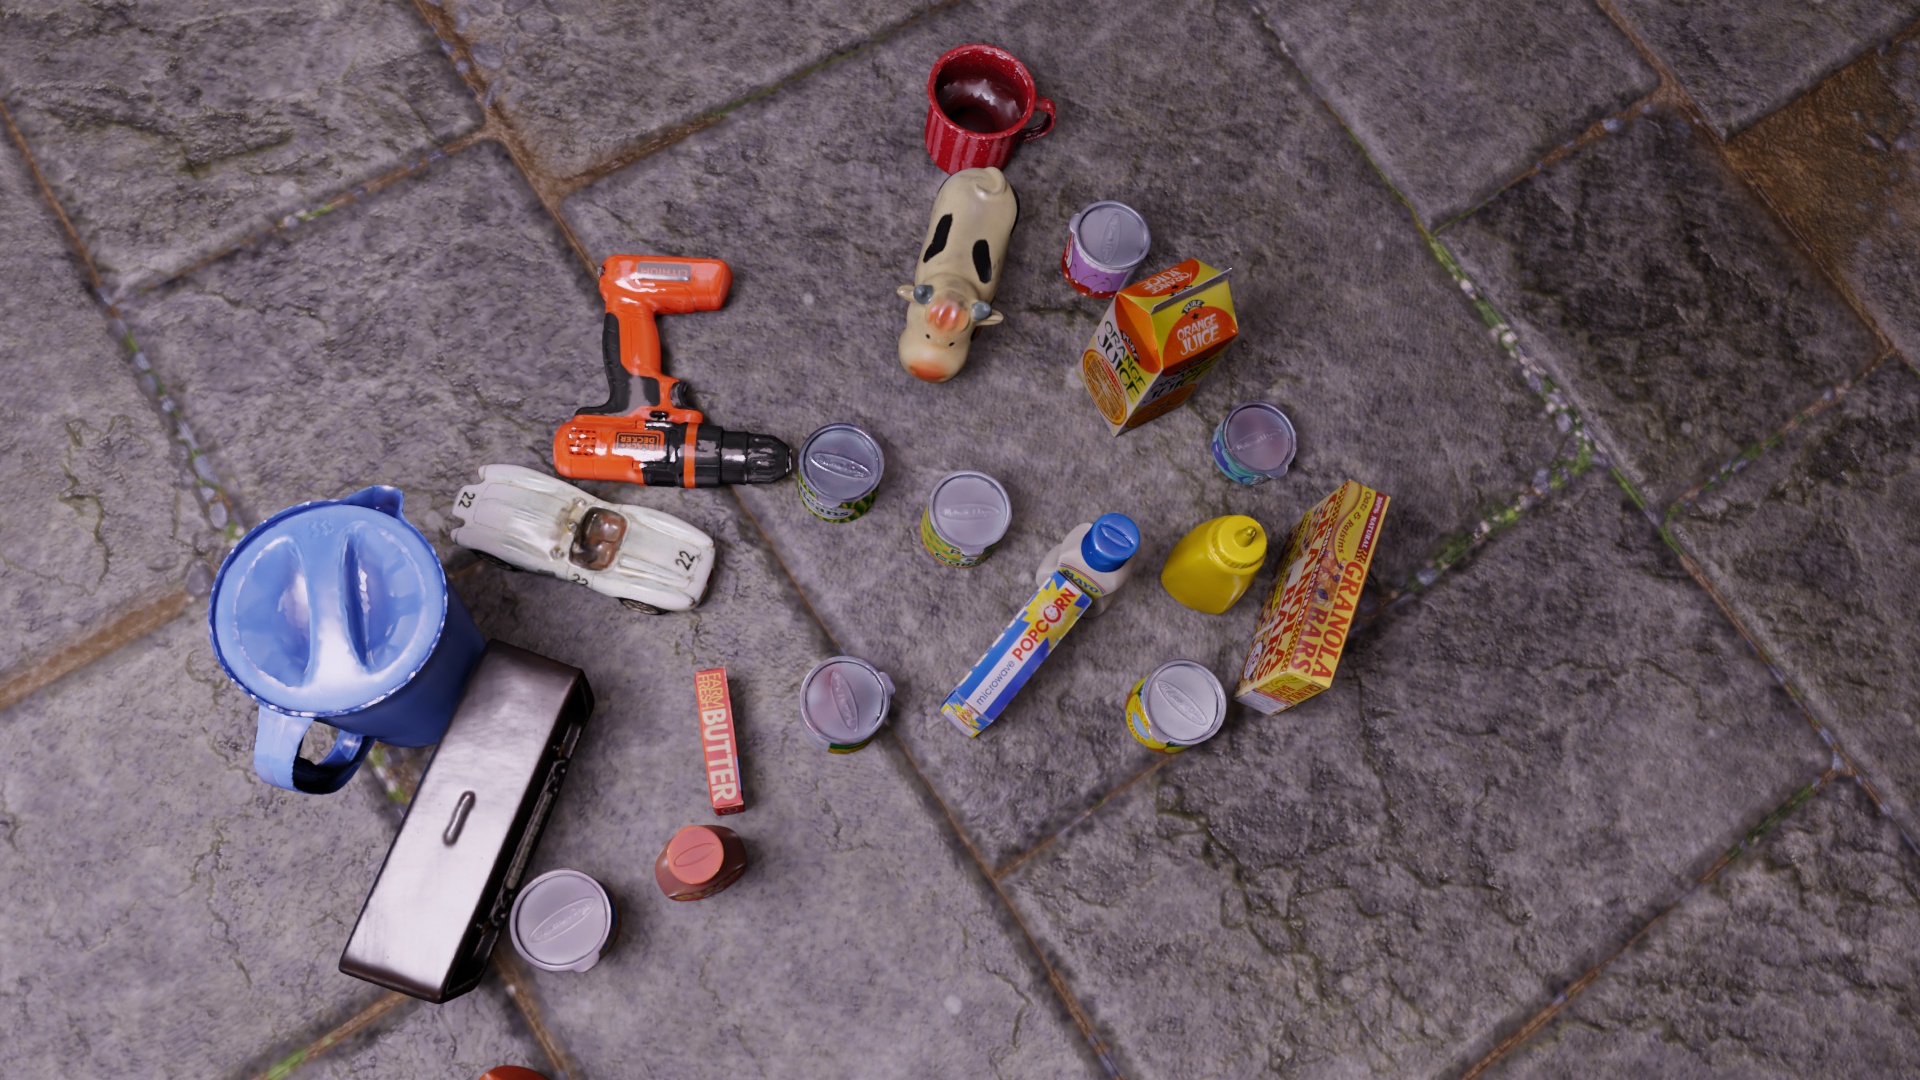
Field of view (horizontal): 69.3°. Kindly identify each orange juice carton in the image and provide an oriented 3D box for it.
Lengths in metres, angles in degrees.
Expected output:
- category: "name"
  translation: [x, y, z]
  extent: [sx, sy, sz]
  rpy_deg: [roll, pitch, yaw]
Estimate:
- category: "orange juice carton"
  translation: [0.157, -0.158, 1.103]
  extent: [0.072, 0.192, 0.073]
  rpy_deg: [-26, 79, -15]

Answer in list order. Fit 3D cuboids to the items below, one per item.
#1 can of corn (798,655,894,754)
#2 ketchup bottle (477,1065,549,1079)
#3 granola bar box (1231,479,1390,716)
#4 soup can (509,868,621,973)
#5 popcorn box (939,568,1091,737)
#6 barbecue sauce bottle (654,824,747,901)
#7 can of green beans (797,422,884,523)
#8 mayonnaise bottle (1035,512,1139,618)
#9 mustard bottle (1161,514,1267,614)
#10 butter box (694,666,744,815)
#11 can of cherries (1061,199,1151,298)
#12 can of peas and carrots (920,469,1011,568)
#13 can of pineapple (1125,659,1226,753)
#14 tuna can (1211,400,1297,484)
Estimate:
- category: "can of corn"
  translation: [-0.087, 0.124, 1.050]
  extent: [0.071, 0.058, 0.071]
  rpy_deg: [2, 73, -8]
- category: "ketchup bottle"
  translation: [-0.292, 0.371, 0.895]
  extent: [0.065, 0.148, 0.044]
  rpy_deg: [31, 72, 2]
- category: "granola bar box"
  translation: [0.275, 0.048, 1.093]
  extent: [0.039, 0.124, 0.166]
  rpy_deg: [24, 71, -1]
- category: "soup can"
  translation: [-0.271, 0.267, 0.964]
  extent: [0.071, 0.083, 0.071]
  rpy_deg: [2, 73, -8]
- category: "popcorn box"
  translation: [0.041, 0.089, 1.066]
  extent: [0.038, 0.085, 0.127]
  rpy_deg: [40, 72, 5]
- category: "barbecue sauce bottle"
  translation: [-0.180, 0.221, 0.958]
  extent: [0.065, 0.148, 0.044]
  rpy_deg: [-22, 78, -14]
- category: "can of green beans"
  translation: [-0.096, -0.053, 1.103]
  extent: [0.071, 0.057, 0.071]
  rpy_deg: [2, 73, -8]
- category: "mayonnaise bottle"
  translation: [0.101, 0.017, 1.064]
  extent: [0.065, 0.147, 0.041]
  rpy_deg: [34, 72, 2]
- category: "mustard bottle"
  translation: [0.203, 0.014, 1.074]
  extent: [0.065, 0.159, 0.049]
  rpy_deg: [31, 72, 2]
- category: "butter box"
  translation: [-0.179, 0.149, 1.031]
  extent: [0.024, 0.053, 0.103]
  rpy_deg: [-8, 74, -11]
- category: "can of cherries"
  translation: [0.122, -0.251, 1.197]
  extent: [0.071, 0.058, 0.071]
  rpy_deg: [2, 73, -8]
- category: "can of peas and carrots"
  translation: [0.004, -0.014, 1.106]
  extent: [0.071, 0.058, 0.071]
  rpy_deg: [2, 73, -8]
- category: "can of pineapple"
  translation: [0.165, 0.131, 1.085]
  extent: [0.071, 0.057, 0.071]
  rpy_deg: [2, 73, -8]
- category: "tuna can"
  translation: [0.250, -0.080, 1.177]
  extent: [0.071, 0.032, 0.071]
  rpy_deg: [2, 73, -8]
